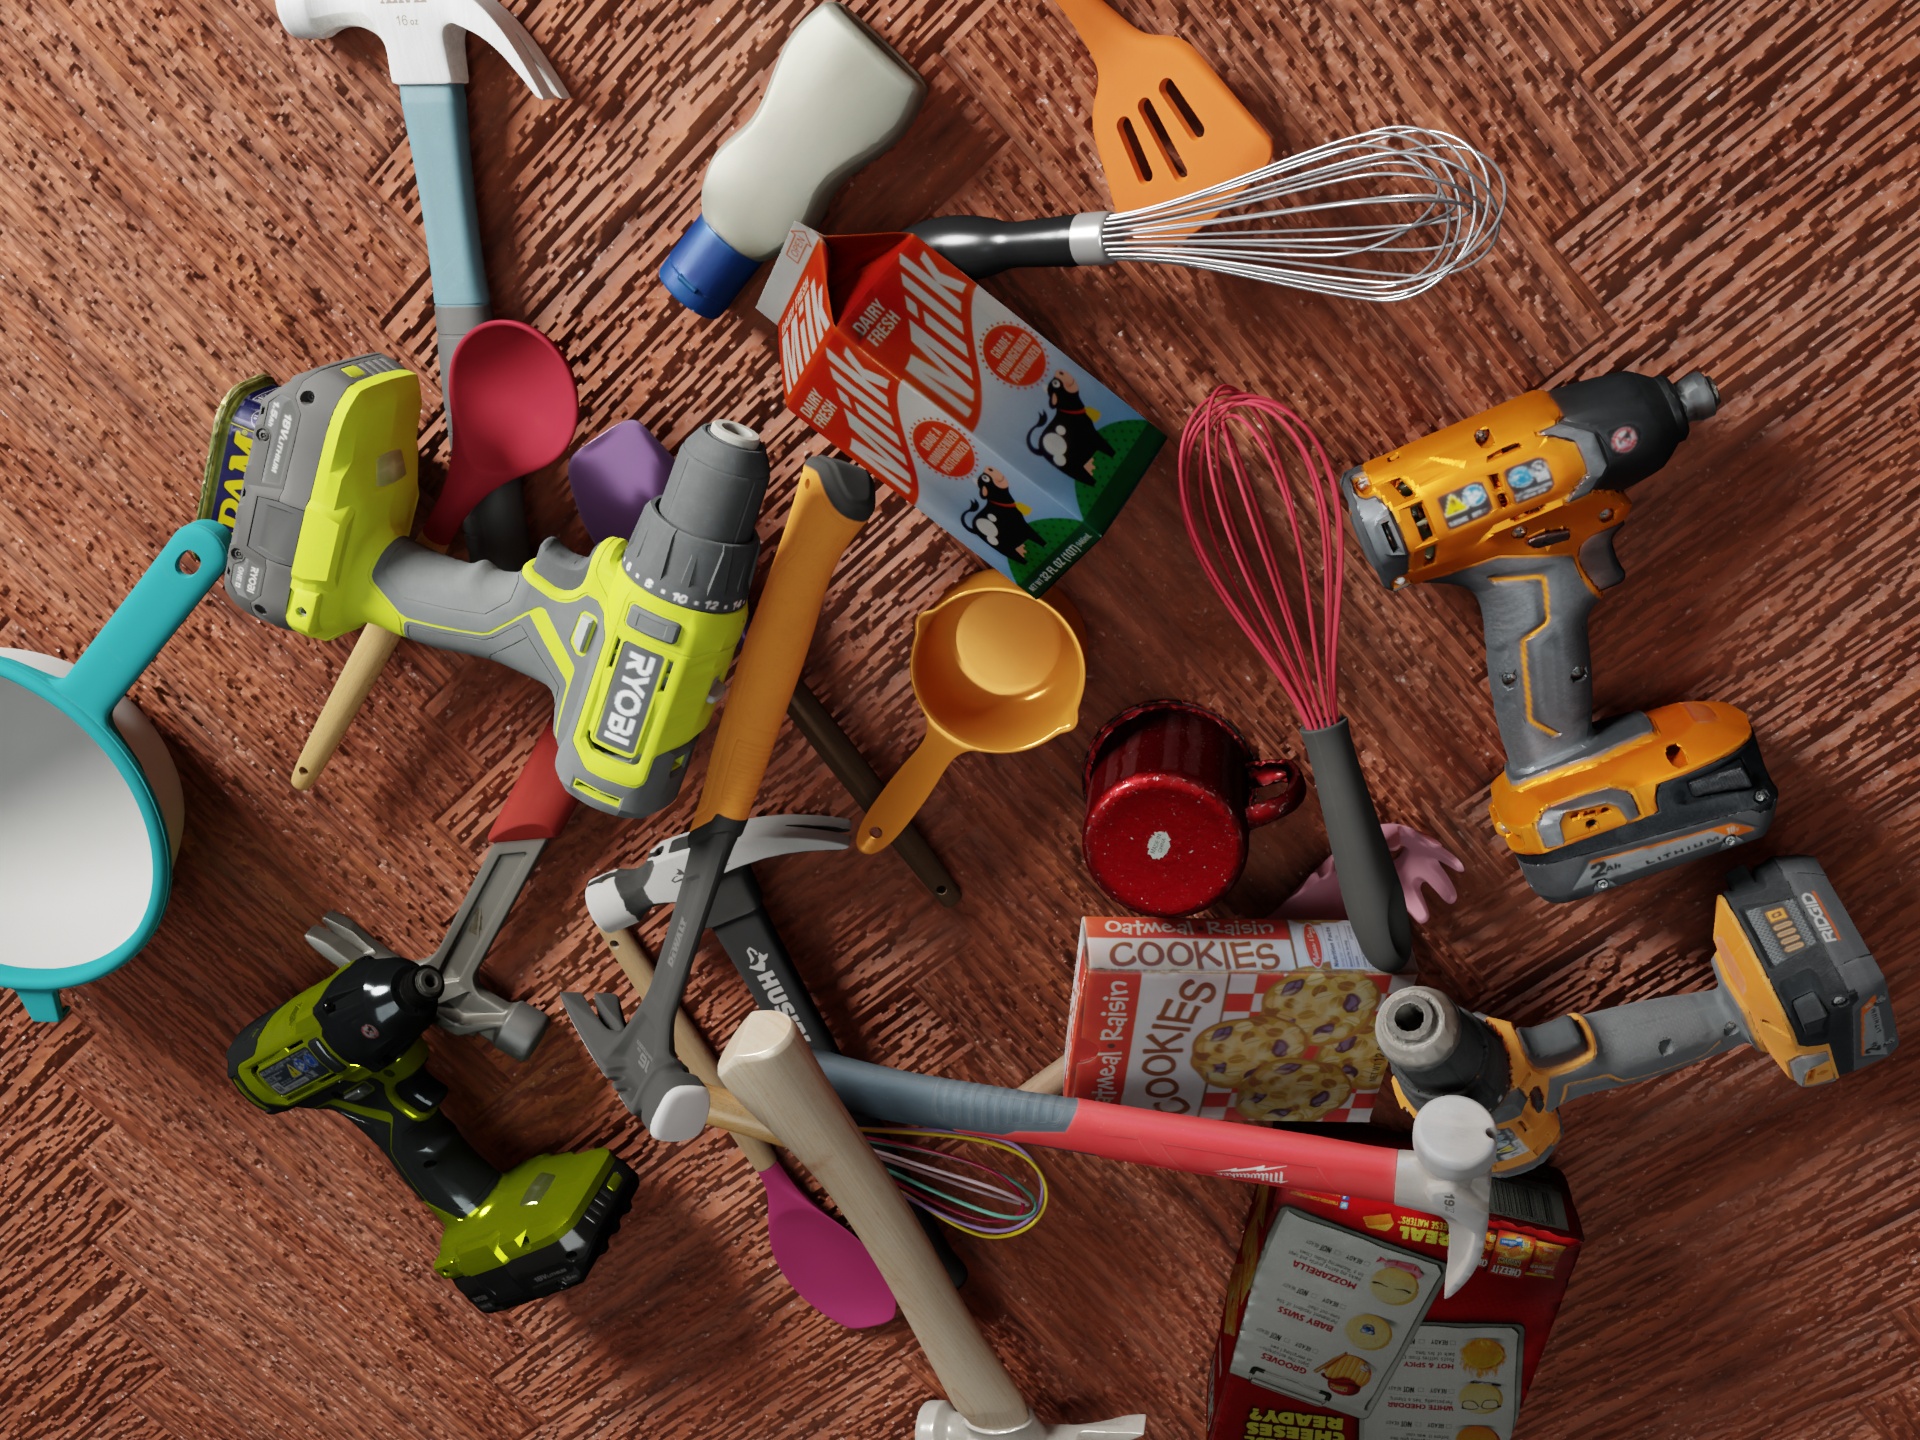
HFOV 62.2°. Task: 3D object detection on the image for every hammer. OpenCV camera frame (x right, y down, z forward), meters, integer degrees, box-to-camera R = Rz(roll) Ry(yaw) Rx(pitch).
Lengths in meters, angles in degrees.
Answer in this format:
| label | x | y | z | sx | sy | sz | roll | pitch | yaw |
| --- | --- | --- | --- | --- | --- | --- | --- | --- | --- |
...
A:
| label | x | y | z | sx | sy | sz | roll | pitch | yaw |
| --- | --- | --- | --- | --- | --- | --- | --- | --- | --- |
| hammer | 0.073 | 0.221 | 0.830 | 0.386 | 0.038 | 0.143 | 5 | 137 | 18 |
| hammer | -0.235 | 0.031 | 0.880 | 0.149 | 0.037 | 0.359 | 31 | 114 | -4 |
| hammer | -0.116 | 0.030 | 0.787 | 0.034 | 0.127 | 0.337 | 11 | 105 | -39 |
| hammer | -0.073 | 0.203 | 0.918 | 0.146 | 0.035 | 0.334 | -23 | 110 | 7 |
| hammer | -0.019 | 0.306 | 0.890 | 0.146 | 0.038 | 0.410 | -9 | 127 | 21 |
| hammer | -0.247 | -0.193 | 0.791 | 0.128 | 0.033 | 0.330 | 2 | 113 | 10 |

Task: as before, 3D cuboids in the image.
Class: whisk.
| label | x | y | z | sx | sy | sz | roll | pitch | yaw |
| --- | --- | --- | --- | --- | --- | --- | --- | --- | --- |
| whisk | -0.067 | 0.242 | 0.894 | 0.245 | 0.051 | 0.047 | 18 | 116 | -5 |
| whisk | 0.168 | -0.017 | 0.757 | 0.073 | 0.073 | 0.295 | -16 | 99 | 15 |
| whisk | 0.086 | -0.206 | 0.675 | 0.285 | 0.070 | 0.070 | 6 | 116 | 33 |

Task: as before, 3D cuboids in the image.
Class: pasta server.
| label | x | y | z | sx | sy | sz | roll | pitch | yaw |
| --- | --- | --- | --- | --- | --- | --- | --- | --- | --- |
| pasta server | 0.131 | 0.148 | 0.867 | 0.316 | 0.040 | 0.060 | -39 | 120 | 23 |

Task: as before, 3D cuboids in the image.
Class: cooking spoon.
| label | x | y | z | sx | sy | sz | roll | pitch | yaw |
| --- | --- | --- | --- | --- | --- | --- | --- | --- | --- |
| cooking spoon | -0.130 | 0.248 | 0.962 | 0.069 | 0.017 | 0.318 | -22 | 108 | 25 |

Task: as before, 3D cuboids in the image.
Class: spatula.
| label | x | y | z | sx | sy | sz | roll | pitch | yaw |
| --- | --- | --- | --- | --- | --- | --- | --- | --- | --- |
| spatula | -0.091 | -0.016 | 0.821 | 0.060 | 0.018 | 0.315 | -32 | 114 | 12 |
| spatula | 0.014 | -0.348 | 0.678 | 0.081 | 0.041 | 0.322 | -32 | 103 | 38 |

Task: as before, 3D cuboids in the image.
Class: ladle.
| label | x | y | z | sx | sy | sz | roll | pitch | yaw |
| --- | --- | --- | --- | --- | --- | --- | --- | --- | --- |
| ladle | -0.279 | -0.074 | 0.815 | 0.069 | 0.031 | 0.315 | 38 | 116 | -3 |

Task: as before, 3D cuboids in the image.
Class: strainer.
| label | x | y | z | sx | sy | sz | roll | pitch | yaw |
| --- | --- | --- | --- | --- | --- | --- | --- | --- | --- |
| strainer | -0.482 | 0.000 | 0.878 | 0.211 | 0.095 | 0.340 | 43 | 111 | -12 |

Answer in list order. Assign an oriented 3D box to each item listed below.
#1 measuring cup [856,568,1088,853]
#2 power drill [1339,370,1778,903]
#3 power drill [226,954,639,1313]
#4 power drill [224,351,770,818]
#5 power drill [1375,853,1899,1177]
| label | x | y | z | sx | sy | sz | roll | pitch | yaw |
| --- | --- | --- | --- | --- | --- | --- | --- | --- | --- |
| measuring cup | -0.001 | -0.003 | 0.820 | 0.095 | 0.052 | 0.173 | 34 | 115 | -6 |
| power drill | 0.294 | -0.045 | 0.738 | 0.164 | 0.084 | 0.226 | -23 | 103 | 17 |
| power drill | -0.303 | 0.238 | 0.934 | 0.171 | 0.080 | 0.223 | -28 | 110 | 32 |
| power drill | -0.206 | -0.080 | 0.736 | 0.228 | 0.080 | 0.190 | 24 | 113 | 2 |
| power drill | 0.320 | 0.146 | 0.776 | 0.226 | 0.084 | 0.185 | -26 | 140 | 19 |
